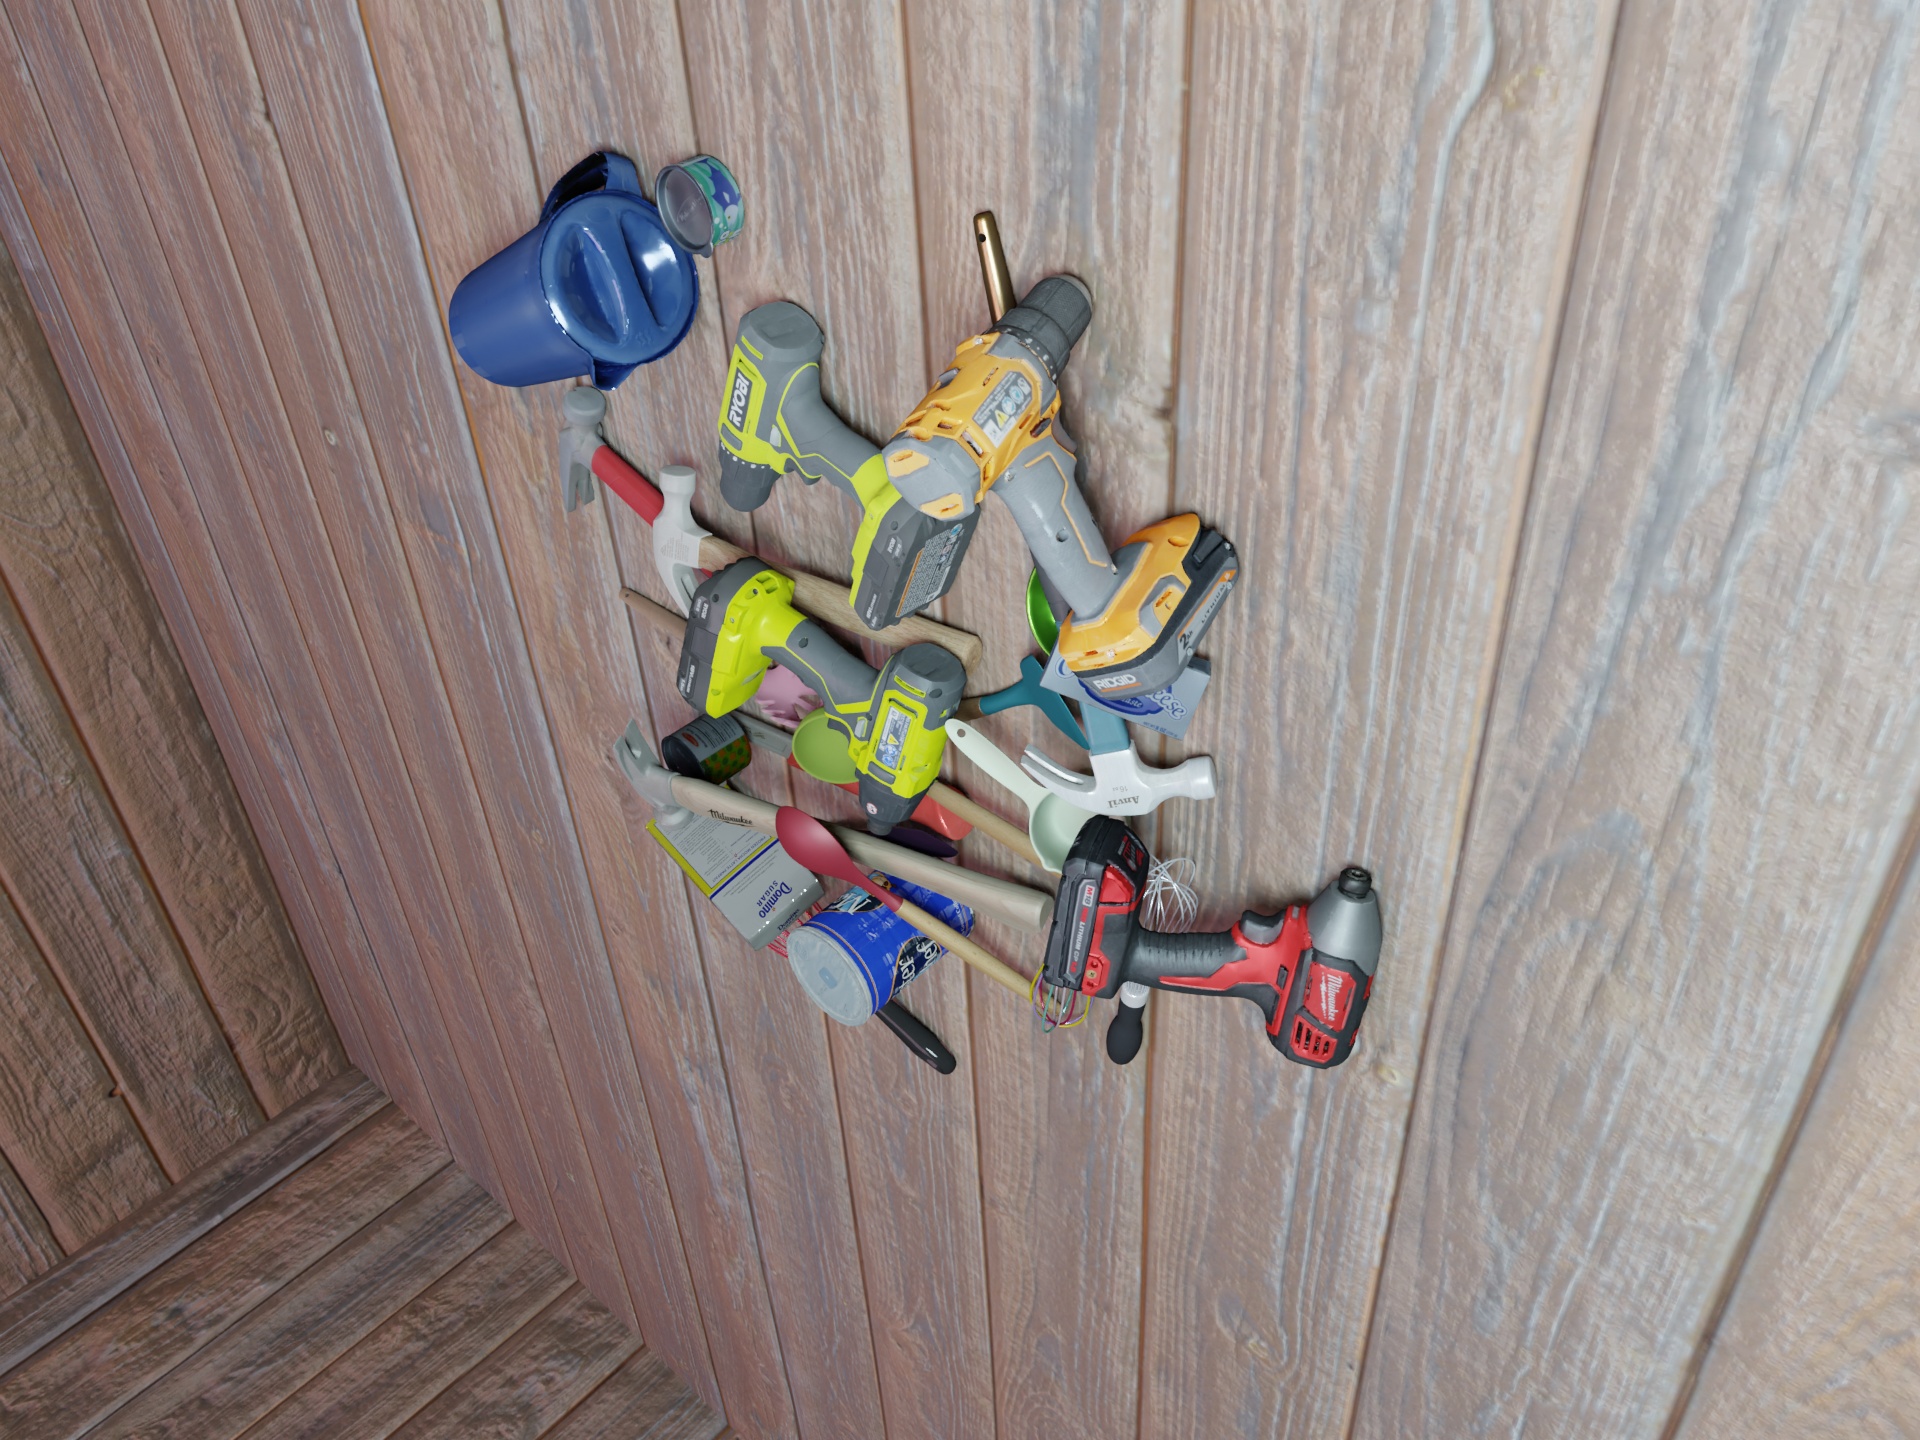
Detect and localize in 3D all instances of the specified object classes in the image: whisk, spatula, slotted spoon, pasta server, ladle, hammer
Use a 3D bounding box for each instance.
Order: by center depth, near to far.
[{"bbox_3d":[0.051,-0.183,1.070,0.070,0.031,0.313,0,118,30],"label":"slotted spoon"},{"bbox_3d":[0.075,-0.084,1.076,0.128,0.033,0.330,-11,111,16],"label":"hammer"},{"bbox_3d":[0.143,0.197,1.262,0.070,0.070,0.284,36,147,25],"label":"whisk"},{"bbox_3d":[-0.002,-0.004,1.270,0.317,0.044,0.082,-12,115,55],"label":"spatula"},{"bbox_3d":[-0.010,0.074,1.295,0.320,0.062,0.078,30,138,30],"label":"ladle"},{"bbox_3d":[-0.125,-0.103,1.307,0.331,0.031,0.130,23,121,27],"label":"hammer"},{"bbox_3d":[0.088,0.174,1.315,0.047,0.051,0.244,37,139,33],"label":"whisk"},{"bbox_3d":[-0.033,0.171,1.365,0.315,0.031,0.069,36,152,-18],"label":"ladle"},{"bbox_3d":[-0.114,0.099,1.379,0.411,0.038,0.146,16,151,21],"label":"hammer"},{"bbox_3d":[-0.229,-0.137,1.433,0.386,0.038,0.143,42,145,18],"label":"hammer"},{"bbox_3d":[-0.125,0.046,1.466,0.359,0.037,0.149,21,133,40],"label":"hammer"},{"bbox_3d":[-0.095,0.110,1.472,0.059,0.018,0.316,32,162,-27],"label":"spatula"},{"bbox_3d":[-0.229,-0.067,1.493,0.316,0.060,0.040,30,170,36],"label":"pasta server"},{"bbox_3d":[-0.117,0.256,1.619,0.296,0.073,0.073,41,144,8],"label":"whisk"}]

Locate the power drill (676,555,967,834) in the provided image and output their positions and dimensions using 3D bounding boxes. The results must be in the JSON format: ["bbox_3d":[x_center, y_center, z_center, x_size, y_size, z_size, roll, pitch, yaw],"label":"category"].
[{"bbox_3d":[-0.113,-0.018,1.267,0.223,0.080,0.171,31,127,17],"label":"power drill"}]

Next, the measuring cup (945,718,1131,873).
[{"bbox_3d":[0.058,0.050,1.210,0.167,0.038,0.083,40,113,2],"label":"measuring cup"}]

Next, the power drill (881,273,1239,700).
[{"bbox_3d":[0.074,-0.147,0.979,0.226,0.185,0.084,46,150,-22],"label":"power drill"}]

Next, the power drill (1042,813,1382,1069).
[{"bbox_3d":[0.177,0.146,1.099,0.220,0.078,0.143,15,114,12],"label":"power drill"}]

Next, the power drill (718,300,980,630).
[{"bbox_3d":[-0.102,-0.180,1.213,0.229,0.080,0.190,46,144,17],"label":"power drill"}]
